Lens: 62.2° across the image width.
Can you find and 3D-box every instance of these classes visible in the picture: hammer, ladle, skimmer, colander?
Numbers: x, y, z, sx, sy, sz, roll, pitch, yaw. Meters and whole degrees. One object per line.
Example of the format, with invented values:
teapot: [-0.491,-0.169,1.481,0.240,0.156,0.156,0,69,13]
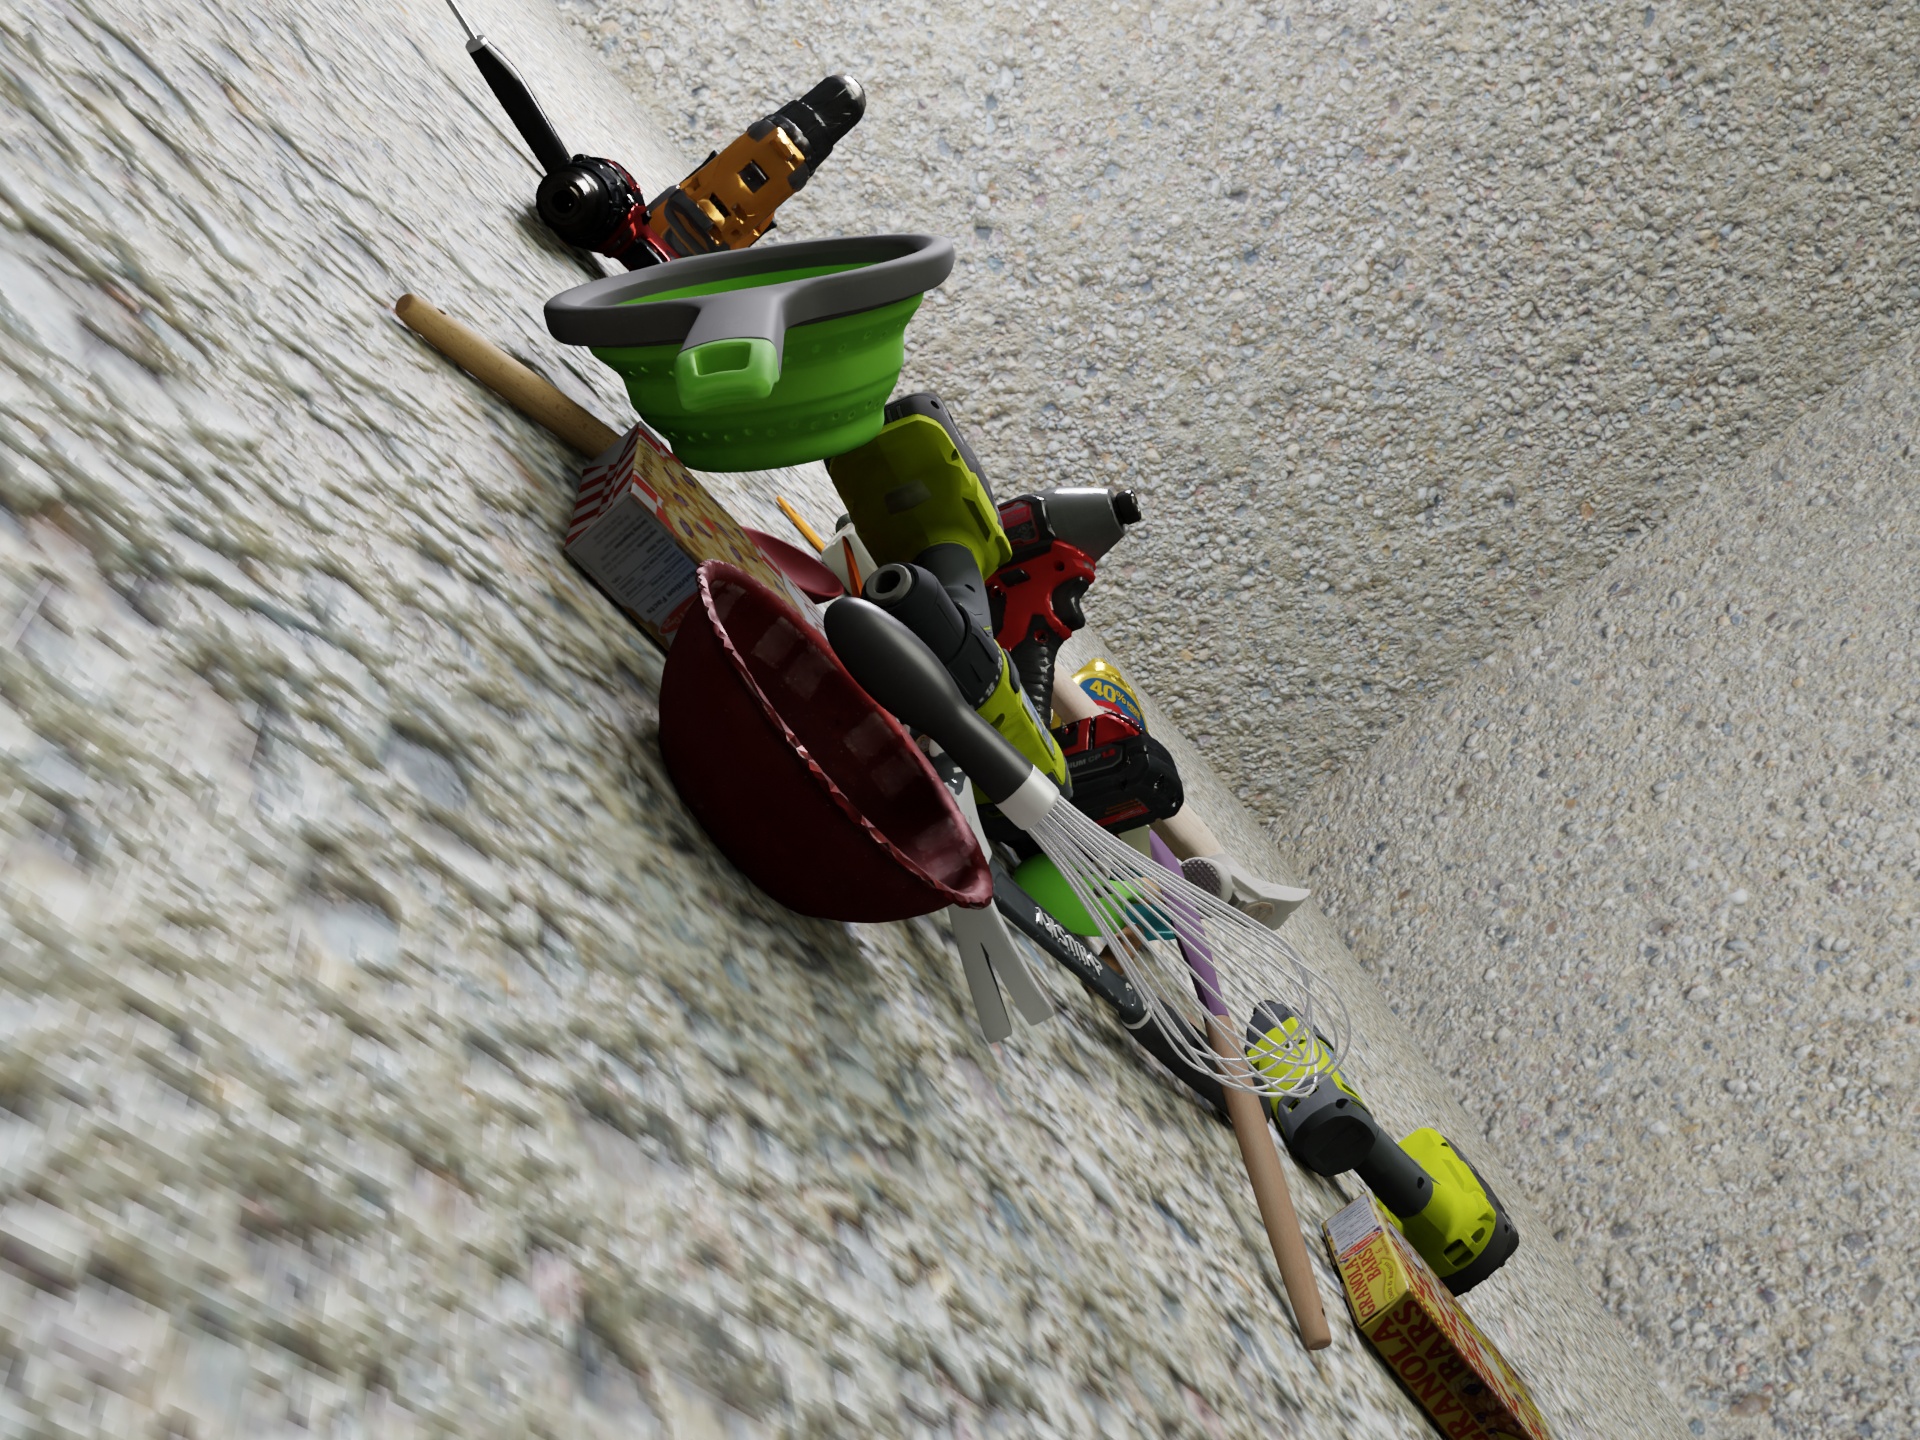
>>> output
hammer: [0.087,-0.006,1.138,0.146,0.038,0.411,16,28,-52]
ladle: [-0.154,-0.121,0.775,0.069,0.031,0.315,42,5,33]
hammer: [0.087,0.147,0.826,0.408,0.036,0.149,45,24,-50]
skimmer: [-0.409,-0.527,1.140,0.362,0.090,0.127,57,0,-36]
colander: [-0.092,-0.152,0.730,0.397,0.204,0.094,-103,-176,-68]

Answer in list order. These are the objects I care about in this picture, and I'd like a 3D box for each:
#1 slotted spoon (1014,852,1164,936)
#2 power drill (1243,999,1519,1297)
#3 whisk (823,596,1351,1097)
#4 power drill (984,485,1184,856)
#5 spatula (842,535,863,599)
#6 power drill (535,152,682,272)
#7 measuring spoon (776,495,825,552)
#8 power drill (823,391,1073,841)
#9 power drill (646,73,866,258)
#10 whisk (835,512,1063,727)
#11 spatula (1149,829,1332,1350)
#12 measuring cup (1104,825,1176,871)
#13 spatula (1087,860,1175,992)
slotted spoon: [0.120,0.109,1.033,0.070,0.031,0.313,41,13,24]
power drill: [0.300,0.308,1.175,0.223,0.080,0.171,45,11,-20]
whisk: [0.049,0.054,0.642,0.284,0.070,0.070,44,10,-9]
power drill: [0.060,-0.040,0.971,0.078,0.143,0.220,39,36,-60]
spatula: [-0.002,-0.003,1.020,0.322,0.041,0.081,42,25,-51]
power drill: [-0.204,-0.303,1.120,0.226,0.080,0.188,46,10,-15]
measuring spoon: [-0.090,-0.120,1.140,0.116,0.011,0.021,47,9,-23]
power drill: [-0.014,-0.069,0.854,0.190,0.080,0.229,57,14,-48]
power drill: [-0.174,-0.438,1.298,0.084,0.185,0.226,48,-12,-18]
whisk: [-0.012,-0.070,1.230,0.246,0.059,0.057,48,-3,9]
spatula: [0.146,0.184,0.863,0.059,0.018,0.316,47,22,-42]
measuring cup: [0.091,0.073,1.115,0.167,0.038,0.083,12,18,-41]
spatula: [0.113,0.133,1.038,0.082,0.044,0.317,30,7,10]
